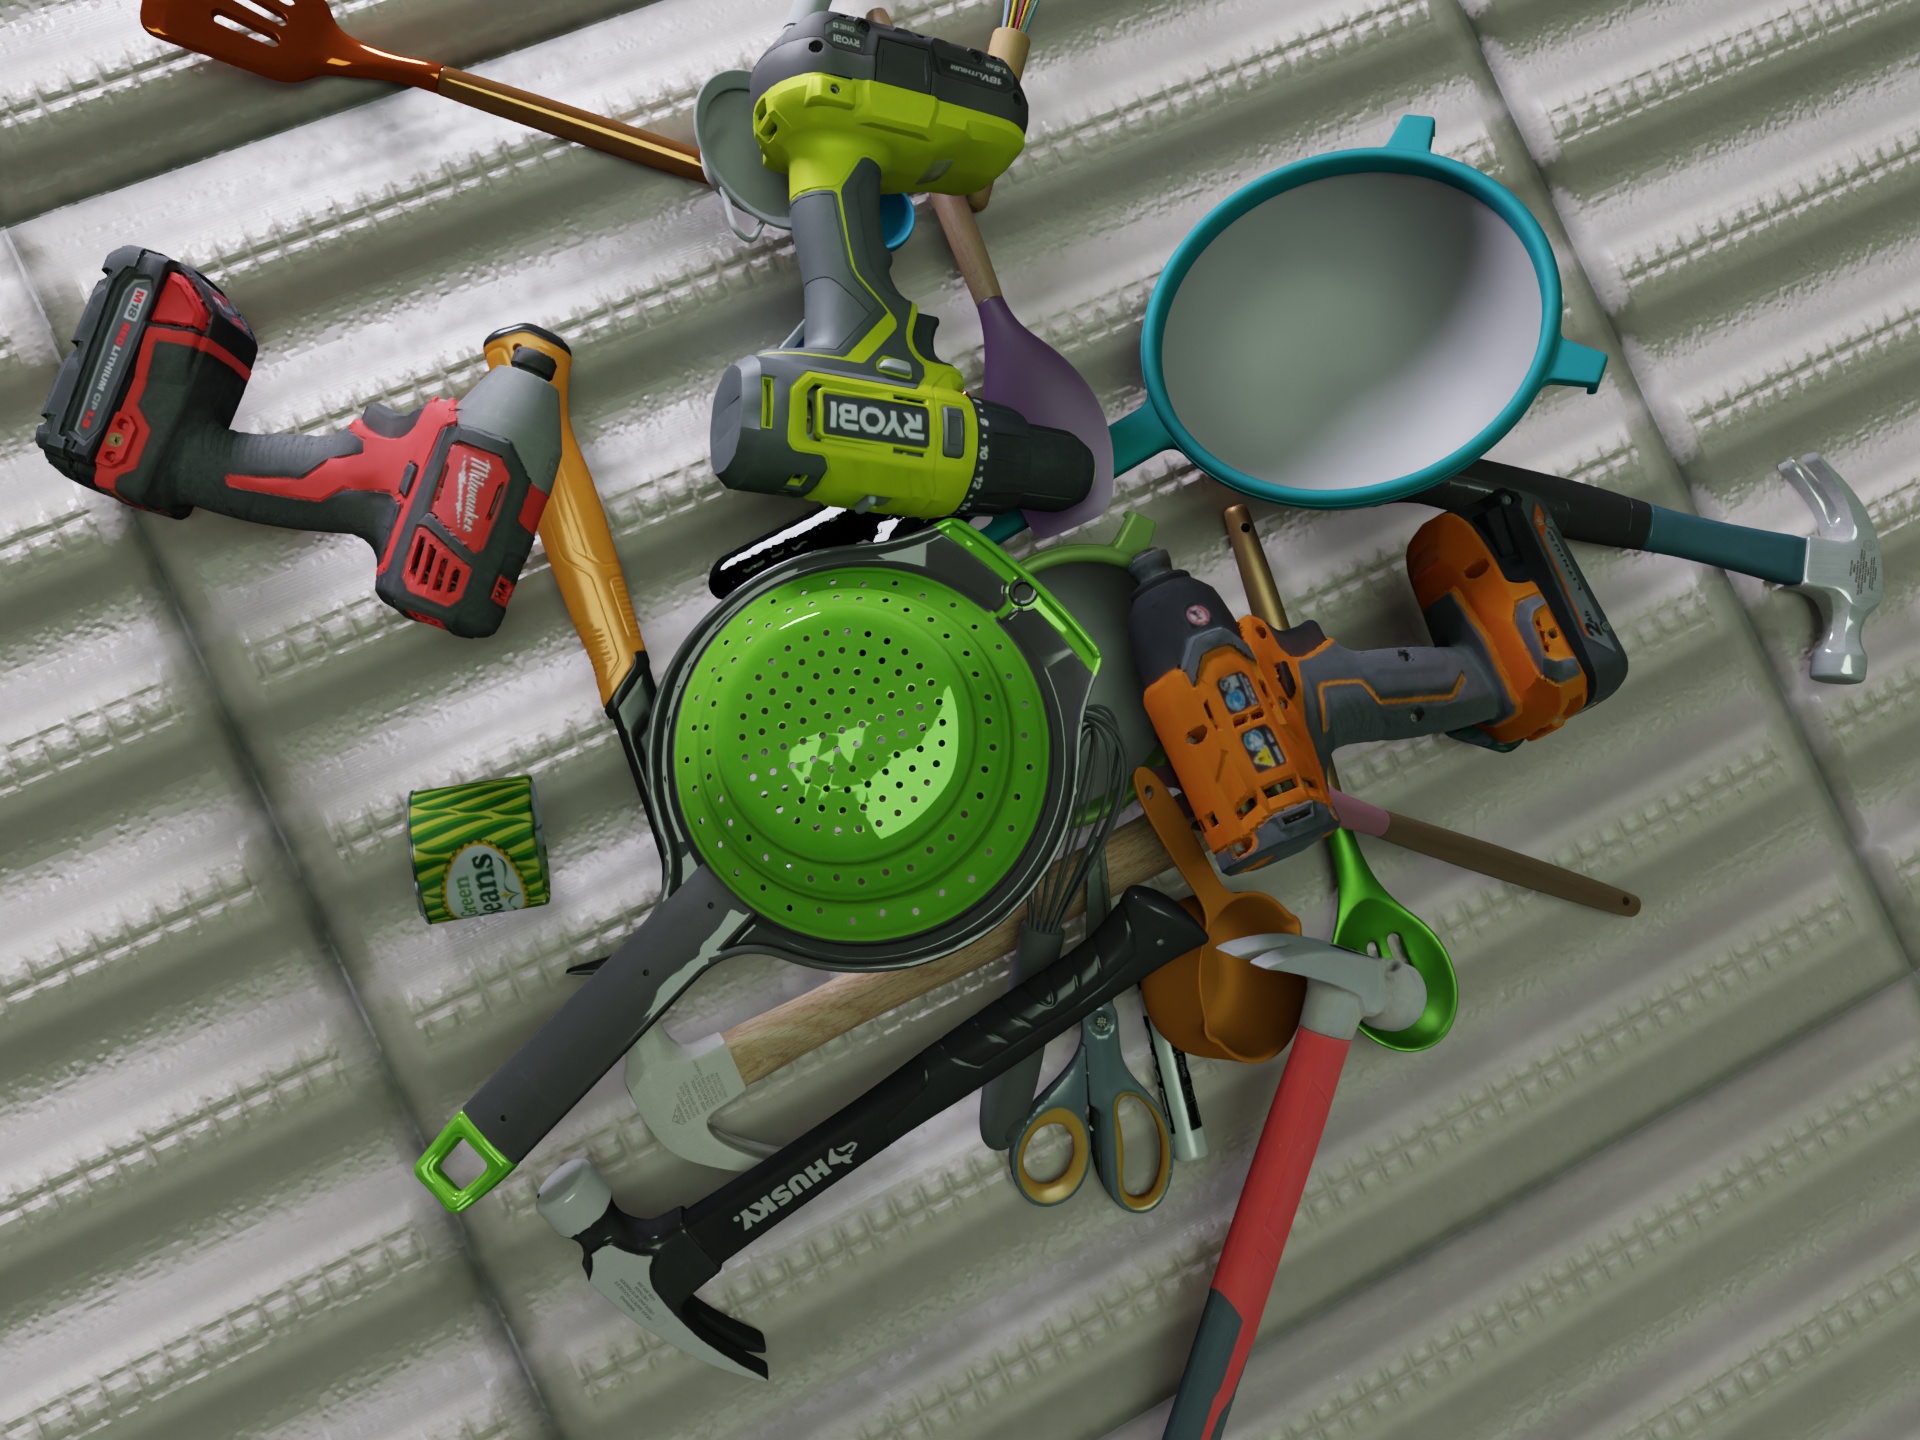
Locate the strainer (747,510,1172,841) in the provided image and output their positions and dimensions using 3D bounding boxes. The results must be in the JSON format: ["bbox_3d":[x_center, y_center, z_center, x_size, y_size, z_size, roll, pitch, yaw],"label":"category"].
[{"bbox_3d":[-0.001,-0.003,0.817,0.256,0.069,0.151,-23,115,-14],"label":"strainer"}]

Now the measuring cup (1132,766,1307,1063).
[{"bbox_3d":[0.115,0.098,0.822,0.095,0.052,0.173,-42,109,-36],"label":"measuring cup"}]

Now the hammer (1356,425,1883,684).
[{"bbox_3d":[0.383,-0.114,0.922,0.331,0.033,0.128,11,84,-9],"label":"hammer"}]

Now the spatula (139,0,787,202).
[{"bbox_3d":[-0.246,-0.329,0.826,0.322,0.041,0.081,16,75,-10],"label":"spatula"}]

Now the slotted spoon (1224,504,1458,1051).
[{"bbox_3d":[0.201,0.029,0.881,0.070,0.031,0.314,-17,86,-11],"label":"slotted spoon"}]

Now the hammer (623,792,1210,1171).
[{"bbox_3d":[-0.013,0.124,0.820,0.331,0.031,0.130,-25,106,-16],"label":"hammer"}]

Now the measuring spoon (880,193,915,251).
[{"bbox_3d":[-0.051,-0.312,0.875,0.042,0.021,0.129,-5,77,-8],"label":"measuring spoon"}]

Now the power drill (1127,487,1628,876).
[{"bbox_3d":[0.195,-0.036,0.789,0.226,0.084,0.164,-21,78,-16],"label":"power drill"}]

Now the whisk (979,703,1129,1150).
[{"bbox_3d":[0.040,0.106,0.795,0.055,0.055,0.239,9,101,-9],"label":"whisk"}]

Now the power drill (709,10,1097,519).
[{"bbox_3d":[-0.023,-0.210,0.781,0.190,0.080,0.228,4,79,-25],"label":"power drill"}]

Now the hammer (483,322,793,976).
[{"bbox_3d":[-0.186,-0.039,0.814,0.127,0.034,0.337,-18,88,-12],"label":"hammer"}]

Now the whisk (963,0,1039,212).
[{"bbox_3d":[0.032,-0.402,0.882,0.051,0.047,0.245,15,86,-10],"label":"whisk"}]

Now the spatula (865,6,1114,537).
[{"bbox_3d":[0.009,-0.247,0.852,0.060,0.018,0.316,-24,79,12],"label":"spatula"}]

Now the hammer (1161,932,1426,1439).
[{"bbox_3d":[0.128,0.296,0.797,0.143,0.038,0.386,18,90,-42],"label":"hammer"}]

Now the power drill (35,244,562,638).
[{"bbox_3d":[-0.303,-0.139,0.764,0.219,0.078,0.143,20,85,-1],"label":"power drill"}]

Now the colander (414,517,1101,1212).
[{"bbox_3d":[-0.104,0.069,0.706,0.204,0.094,0.397,44,86,8],"label":"colander"}]

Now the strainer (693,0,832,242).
[{"bbox_3d":[-0.090,-0.352,0.846,0.086,0.050,0.259,31,66,-35],"label":"strainer"}]

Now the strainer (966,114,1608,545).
[{"bbox_3d":[0.154,-0.161,0.862,0.340,0.095,0.211,-28,64,10],"label":"strainer"}]

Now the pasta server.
[{"bbox_3d":[0.244,0.062,0.860,0.316,0.040,0.060,18,84,-22],"label":"pasta server"}]

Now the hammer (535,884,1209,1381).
[{"bbox_3d":[-0.025,0.188,0.769,0.335,0.035,0.146,-34,111,1],"label":"hammer"}]
